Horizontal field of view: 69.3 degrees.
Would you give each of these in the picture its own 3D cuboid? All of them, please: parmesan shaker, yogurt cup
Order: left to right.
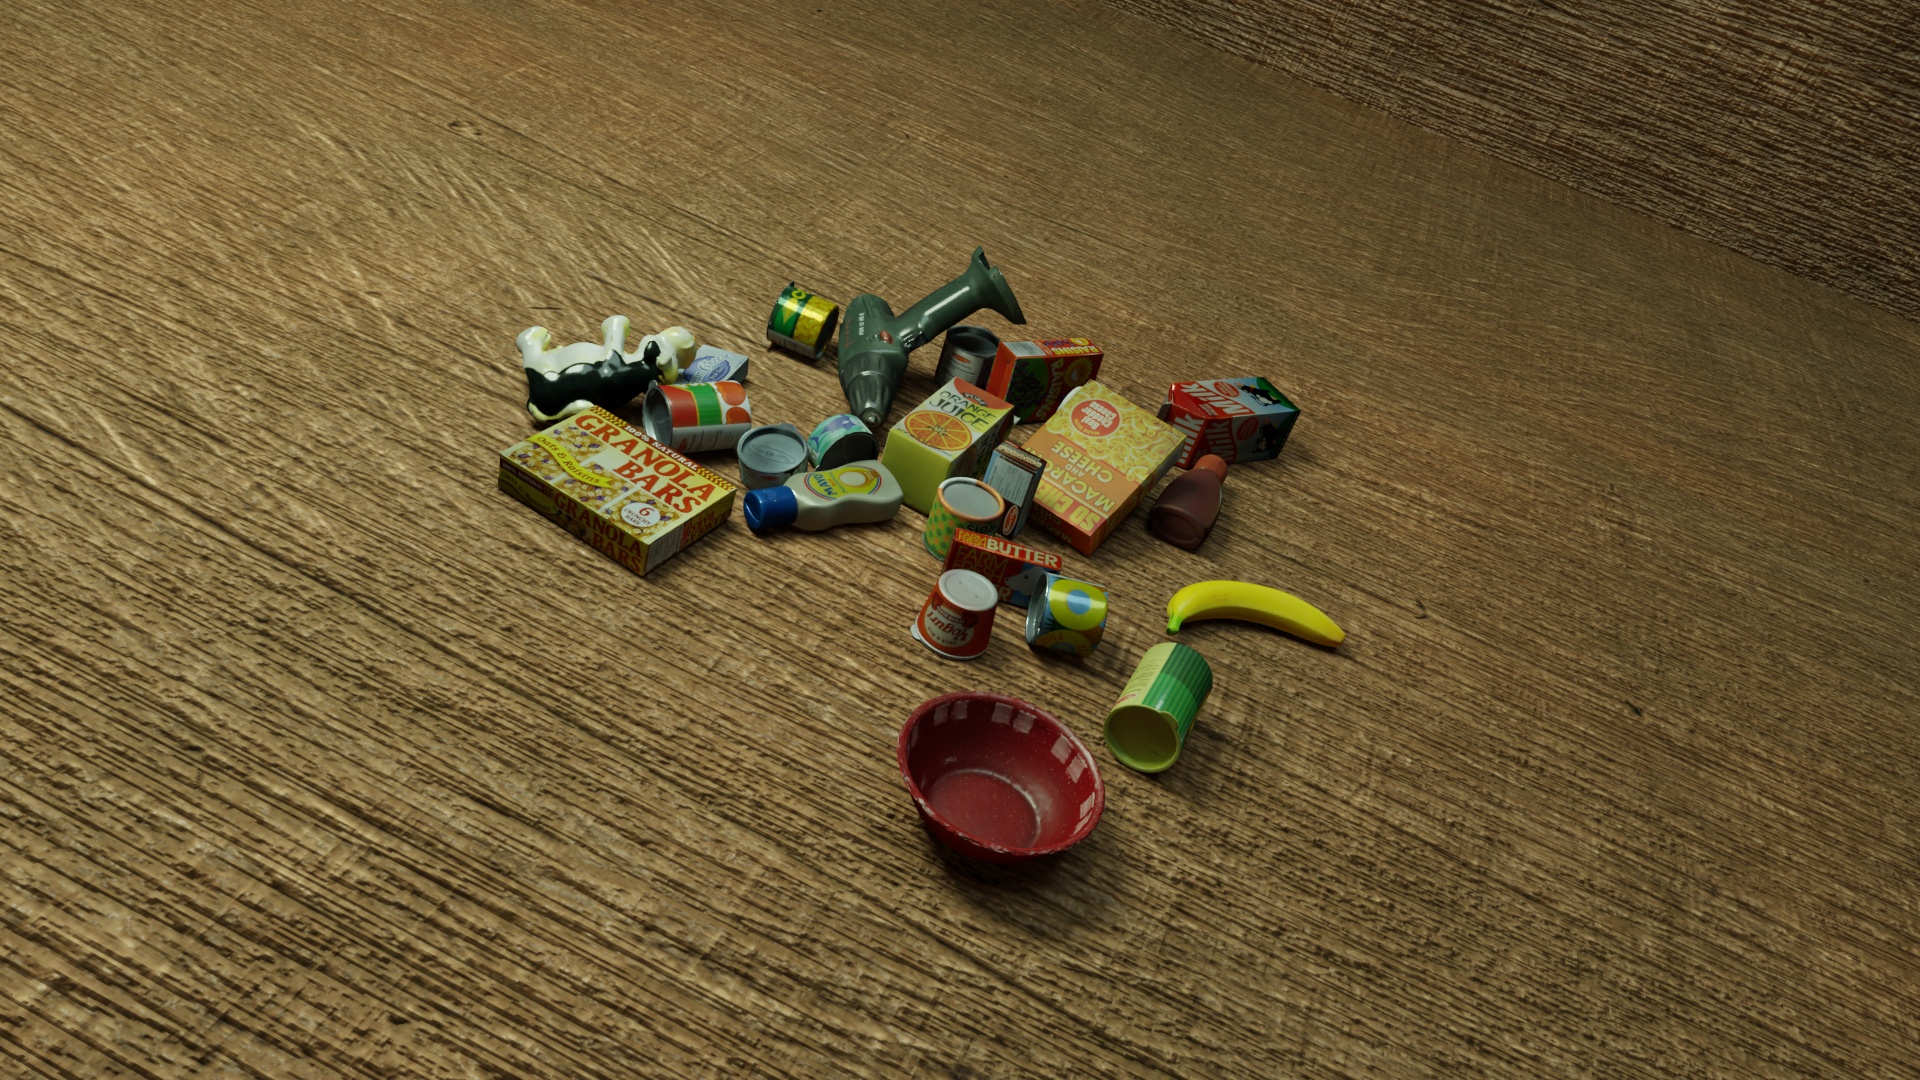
[{"bbox_3d":[0.000,0.062,1.205,0.072,0.053,0.073,13,35,-9],"label":"yogurt cup"},{"bbox_3d":[0.170,0.138,1.168,0.071,0.071,0.103,27,35,12],"label":"parmesan shaker"}]

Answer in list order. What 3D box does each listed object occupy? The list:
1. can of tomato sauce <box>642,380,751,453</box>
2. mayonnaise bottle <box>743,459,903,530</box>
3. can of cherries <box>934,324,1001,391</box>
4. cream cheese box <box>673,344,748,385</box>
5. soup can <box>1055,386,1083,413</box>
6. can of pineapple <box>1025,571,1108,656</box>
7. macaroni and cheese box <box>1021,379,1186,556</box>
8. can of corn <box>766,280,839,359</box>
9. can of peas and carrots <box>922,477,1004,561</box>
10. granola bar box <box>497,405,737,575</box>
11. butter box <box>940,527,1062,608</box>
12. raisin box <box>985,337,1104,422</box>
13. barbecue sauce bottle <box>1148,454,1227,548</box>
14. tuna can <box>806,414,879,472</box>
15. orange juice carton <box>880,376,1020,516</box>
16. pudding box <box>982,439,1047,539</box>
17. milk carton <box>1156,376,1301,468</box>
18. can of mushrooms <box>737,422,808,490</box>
[{"bbox_3d":[-0.251,-0.119,1.320,0.083,0.070,0.071,-9,43,-35],"label":"can of tomato sauce"},{"bbox_3d":[-0.129,-0.039,1.292,0.148,0.041,0.065,-11,48,-37],"label":"mayonnaise bottle"},{"bbox_3d":[0.010,-0.201,1.562,0.071,0.058,0.072,12,35,-8],"label":"can of cherries"},{"bbox_3d":[-0.259,-0.162,1.409,0.053,0.024,0.104,16,34,8],"label":"cream cheese box"},{"bbox_3d":[0.150,-0.119,1.512,0.084,0.071,0.072,33,37,21],"label":"soup can"},{"bbox_3d":[0.094,0.067,1.233,0.058,0.070,0.071,13,35,-8],"label":"can of pineapple"},{"bbox_3d":[0.131,-0.076,1.413,0.124,0.040,0.167,34,61,21],"label":"macaroni and cheese box"},{"bbox_3d":[-0.171,-0.240,1.520,0.058,0.070,0.071,23,35,5],"label":"can of corn"},{"bbox_3d":[0.005,-0.016,1.309,0.071,0.058,0.071,12,36,-9],"label":"can of peas and carrots"},{"bbox_3d":[-0.302,-0.047,1.225,0.166,0.038,0.125,30,37,15],"label":"granola bar box"},{"bbox_3d":[0.037,0.027,1.270,0.103,0.052,0.024,16,33,-4],"label":"butter box"},{"bbox_3d":[0.091,-0.178,1.543,0.124,0.085,0.040,-8,38,-33],"label":"raisin box"},{"bbox_3d":[0.250,-0.046,1.477,0.065,0.043,0.149,27,35,11],"label":"barbecue sauce bottle"},{"bbox_3d":[-0.117,-0.086,1.342,0.071,0.070,0.033,-10,44,-35],"label":"tuna can"},{"bbox_3d":[-0.006,-0.104,1.410,0.072,0.072,0.194,28,36,12],"label":"orange juice carton"},{"bbox_3d":[0.046,-0.049,1.352,0.050,0.083,0.030,28,33,14],"label":"pudding box"},{"bbox_3d":[0.289,-0.135,1.589,0.191,0.072,0.074,-9,44,-33],"label":"milk carton"},{"bbox_3d":[-0.176,-0.077,1.316,0.071,0.033,0.071,3,46,-3],"label":"can of mushrooms"}]
